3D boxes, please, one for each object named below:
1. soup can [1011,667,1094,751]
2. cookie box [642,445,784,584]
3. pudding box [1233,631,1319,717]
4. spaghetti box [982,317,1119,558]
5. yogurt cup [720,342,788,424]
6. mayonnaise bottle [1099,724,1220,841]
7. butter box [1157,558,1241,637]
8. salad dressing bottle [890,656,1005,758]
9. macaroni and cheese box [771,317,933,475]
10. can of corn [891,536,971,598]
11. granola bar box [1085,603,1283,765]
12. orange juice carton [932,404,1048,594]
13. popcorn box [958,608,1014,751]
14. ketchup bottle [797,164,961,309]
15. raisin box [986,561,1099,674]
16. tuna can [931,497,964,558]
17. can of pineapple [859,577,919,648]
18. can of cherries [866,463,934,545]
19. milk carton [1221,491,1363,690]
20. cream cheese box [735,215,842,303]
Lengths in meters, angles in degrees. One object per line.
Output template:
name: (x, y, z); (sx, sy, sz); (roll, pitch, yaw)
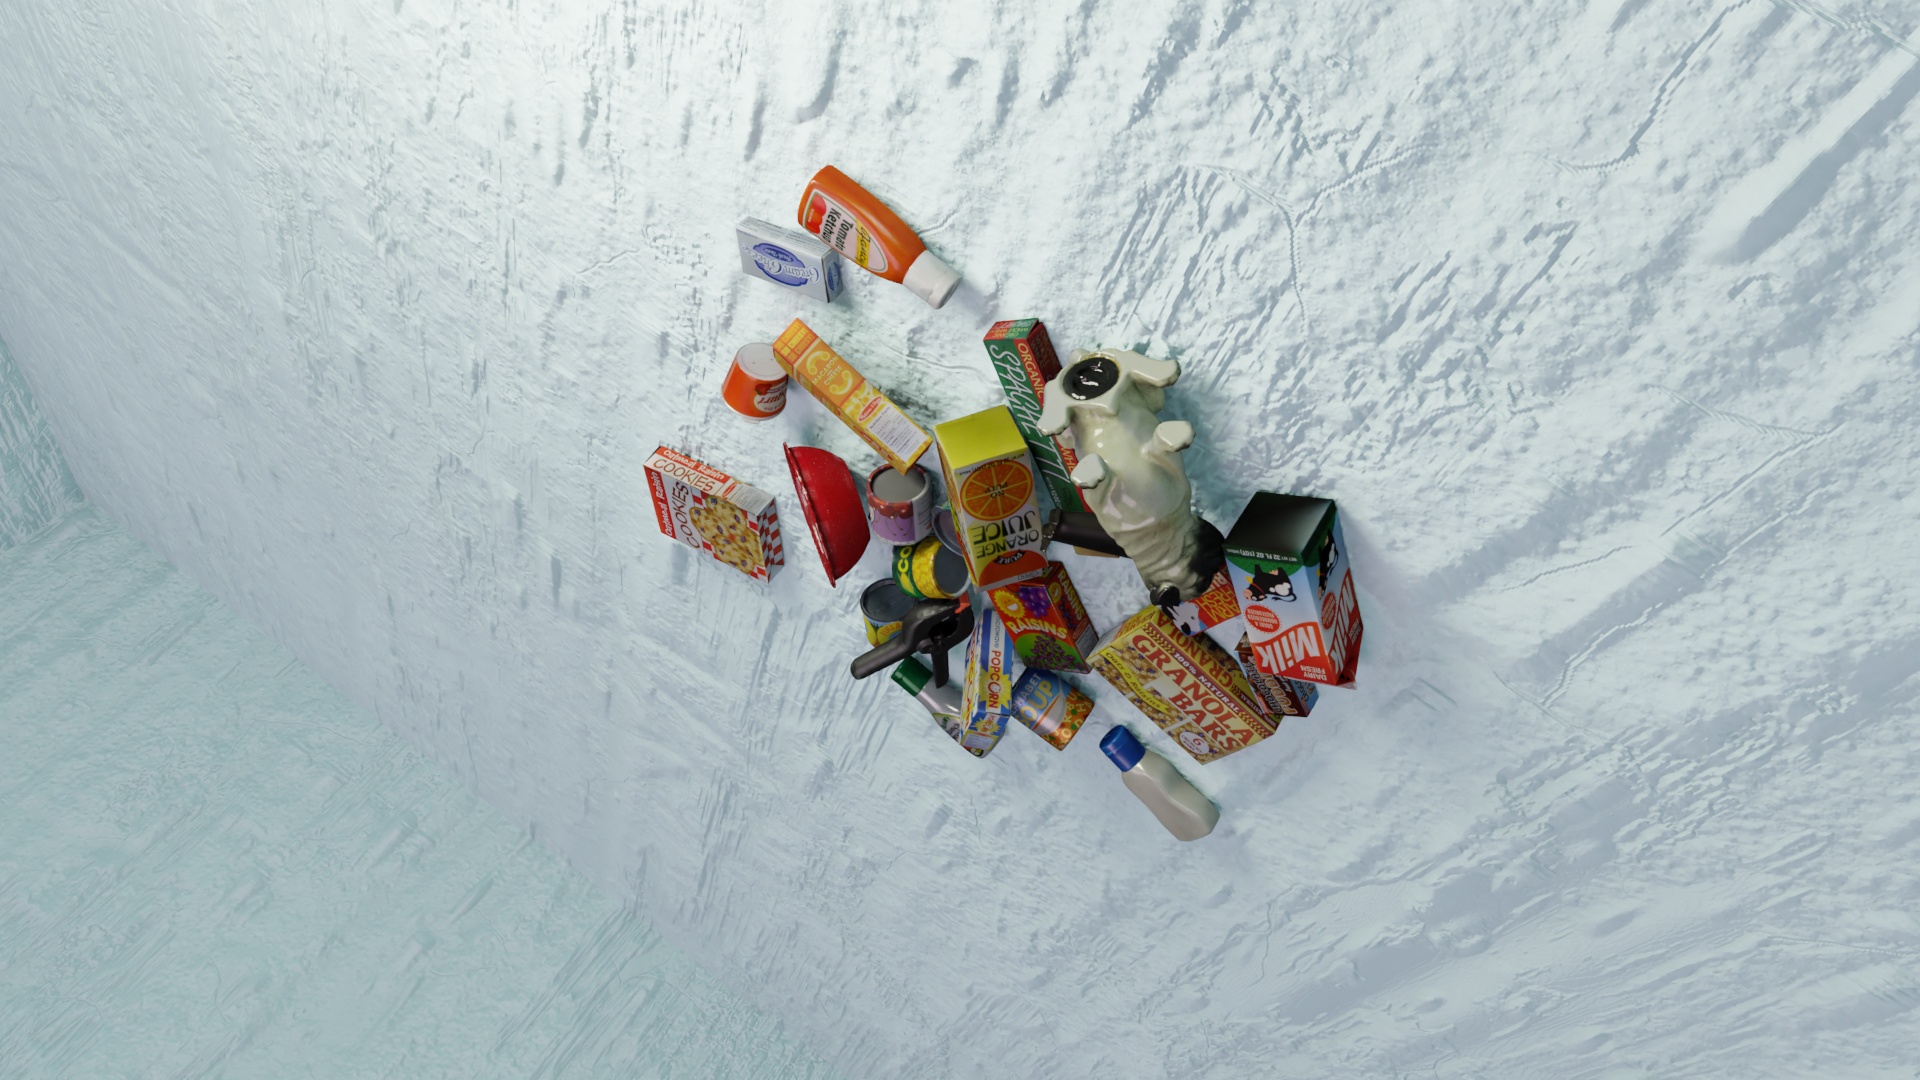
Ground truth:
soup can: (0.093, 0.179, 1.503); (0.084, 0.072, 0.071); (35, 146, 5)
cookie box: (-0.293, -0.031, 1.655); (0.167, 0.040, 0.122); (24, 143, 20)
pudding box: (0.293, 0.124, 1.289); (0.049, 0.030, 0.083); (0, 130, 44)
spaghetti box: (0.089, -0.087, 1.243); (0.050, 0.029, 0.249); (4, 132, 39)
yogurt cup: (-0.204, -0.163, 1.403); (0.072, 0.073, 0.053); (34, 137, 8)
mayonnaise bottle: (0.214, 0.264, 1.515); (0.148, 0.041, 0.064); (46, 144, -8)
butter box: (0.226, 0.051, 1.274); (0.053, 0.024, 0.103); (45, 145, -7)
salad dressing bottle: (-0.016, 0.196, 1.649); (0.147, 0.044, 0.064); (40, 145, 0)
macaroni and cheese box: (-0.102, -0.132, 1.311); (0.166, 0.040, 0.123); (41, 177, -2)
can of corn: (-0.030, 0.026, 1.448); (0.058, 0.071, 0.071); (-1, 129, 43)
granola bar box: (0.221, 0.142, 1.370); (0.165, 0.039, 0.123); (42, 146, -4)
orange juice carton: (0.032, -0.026, 1.302); (0.073, 0.072, 0.191); (-113, 8, -47)
popcorn box: (0.029, 0.148, 1.480); (0.038, 0.127, 0.084); (11, 145, -9)
ketchup bottle: (-0.068, -0.255, 1.186); (0.149, 0.044, 0.064); (36, 146, 4)
raisin box: (0.084, 0.078, 1.425); (0.086, 0.040, 0.123); (4, 131, 42)
tuna can: (0.005, -0.018, 1.396); (0.071, 0.033, 0.070); (25, 143, 20)
can of pineapple: (-0.076, 0.086, 1.558); (0.071, 0.071, 0.057); (21, 143, 25)
can of cherries: (-0.063, -0.038, 1.405); (0.071, 0.072, 0.058); (22, 142, 24)
milk carton: (0.288, 0.056, 1.178); (0.072, 0.074, 0.189); (8, 135, 37)
cream cheese box: (-0.159, -0.260, 1.283); (0.104, 0.024, 0.053); (23, 143, 23)
